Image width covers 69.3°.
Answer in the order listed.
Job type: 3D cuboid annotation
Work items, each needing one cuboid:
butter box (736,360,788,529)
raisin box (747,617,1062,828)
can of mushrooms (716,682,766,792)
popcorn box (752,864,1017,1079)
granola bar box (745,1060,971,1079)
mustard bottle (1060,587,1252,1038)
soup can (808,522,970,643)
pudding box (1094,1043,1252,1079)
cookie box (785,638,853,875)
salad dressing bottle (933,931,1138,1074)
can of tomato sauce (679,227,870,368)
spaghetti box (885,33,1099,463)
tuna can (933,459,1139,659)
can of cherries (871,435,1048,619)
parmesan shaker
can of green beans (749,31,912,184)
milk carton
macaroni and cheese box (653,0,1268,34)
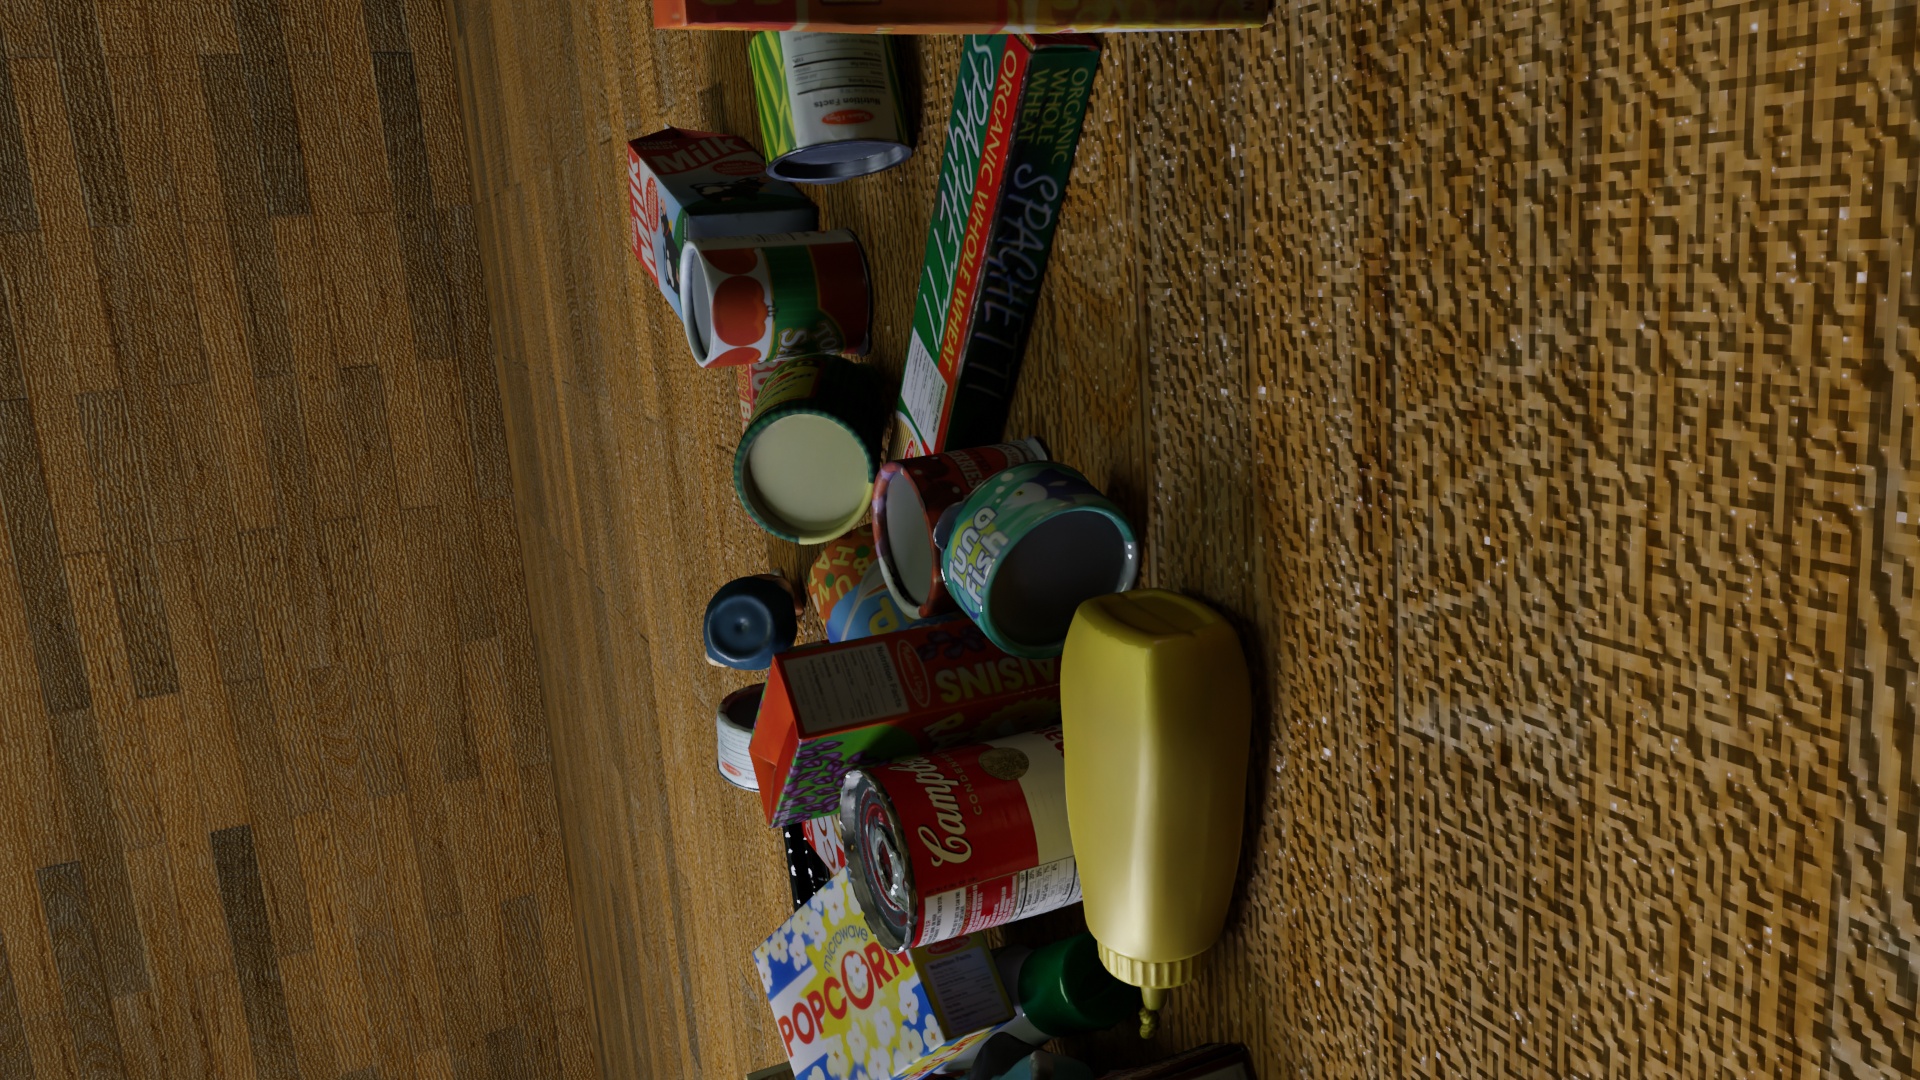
[{"bbox_3d":[-0.094,-0.061,0.776,0.024,0.053,0.103,28,124,59],"label":"butter box"},{"bbox_3d":[-0.016,0.070,0.555,0.085,0.124,0.040,113,141,-52],"label":"raisin box"},{"bbox_3d":[-0.091,0.099,0.714,0.071,0.071,0.033,-145,52,-59],"label":"can of mushrooms"},{"bbox_3d":[-0.037,0.190,0.597,0.126,0.038,0.085,-49,56,42],"label":"popcorn box"},{"bbox_3d":[-0.021,0.317,0.660,0.166,0.124,0.038,-121,31,-41],"label":"granola bar box"},{"bbox_3d":[0.065,0.098,0.471,0.065,0.049,0.159,-146,50,-60],"label":"mustard bottle"},{"bbox_3d":[-0.027,0.040,0.642,0.071,0.071,0.084,106,147,-45],"label":"soup can"},{"bbox_3d":[0.082,0.222,0.478,0.030,0.050,0.084,136,122,-64],"label":"pudding box"},{"bbox_3d":[-0.050,0.135,0.765,0.167,0.040,0.122,-154,58,-63],"label":"cookie box"},{"bbox_3d":[0.023,0.198,0.600,0.044,0.064,0.147,57,144,6],"label":"salad dressing bottle"},{"bbox_3d":[-0.096,-0.124,0.718,0.071,0.083,0.071,172,89,-67],"label":"can of tomato sauce"},{"bbox_3d":[0.005,-0.097,0.562,0.248,0.029,0.050,104,147,-44],"label":"spaghetti box"},{"bbox_3d":[0.027,0.007,0.497,0.033,0.071,0.070,47,140,50],"label":"tuna can"},{"bbox_3d":[0.002,-0.007,0.566,0.071,0.058,0.071,171,89,-67],"label":"can of cherries"},{"bbox_3d":[-0.068,-0.048,0.664,0.103,0.071,0.071,-95,4,-70],"label":"parmesan shaker"},{"bbox_3d":[-0.059,-0.198,0.624,0.071,0.071,0.058,175,87,-67],"label":"can of green beans"},{"bbox_3d":[-0.152,-0.193,0.835,0.191,0.073,0.072,-131,38,-51],"label":"milk carton"},{"bbox_3d":[0.003,-0.194,0.353,0.040,0.167,0.123,-144,49,-59],"label":"macaroni and cheese box"}]
